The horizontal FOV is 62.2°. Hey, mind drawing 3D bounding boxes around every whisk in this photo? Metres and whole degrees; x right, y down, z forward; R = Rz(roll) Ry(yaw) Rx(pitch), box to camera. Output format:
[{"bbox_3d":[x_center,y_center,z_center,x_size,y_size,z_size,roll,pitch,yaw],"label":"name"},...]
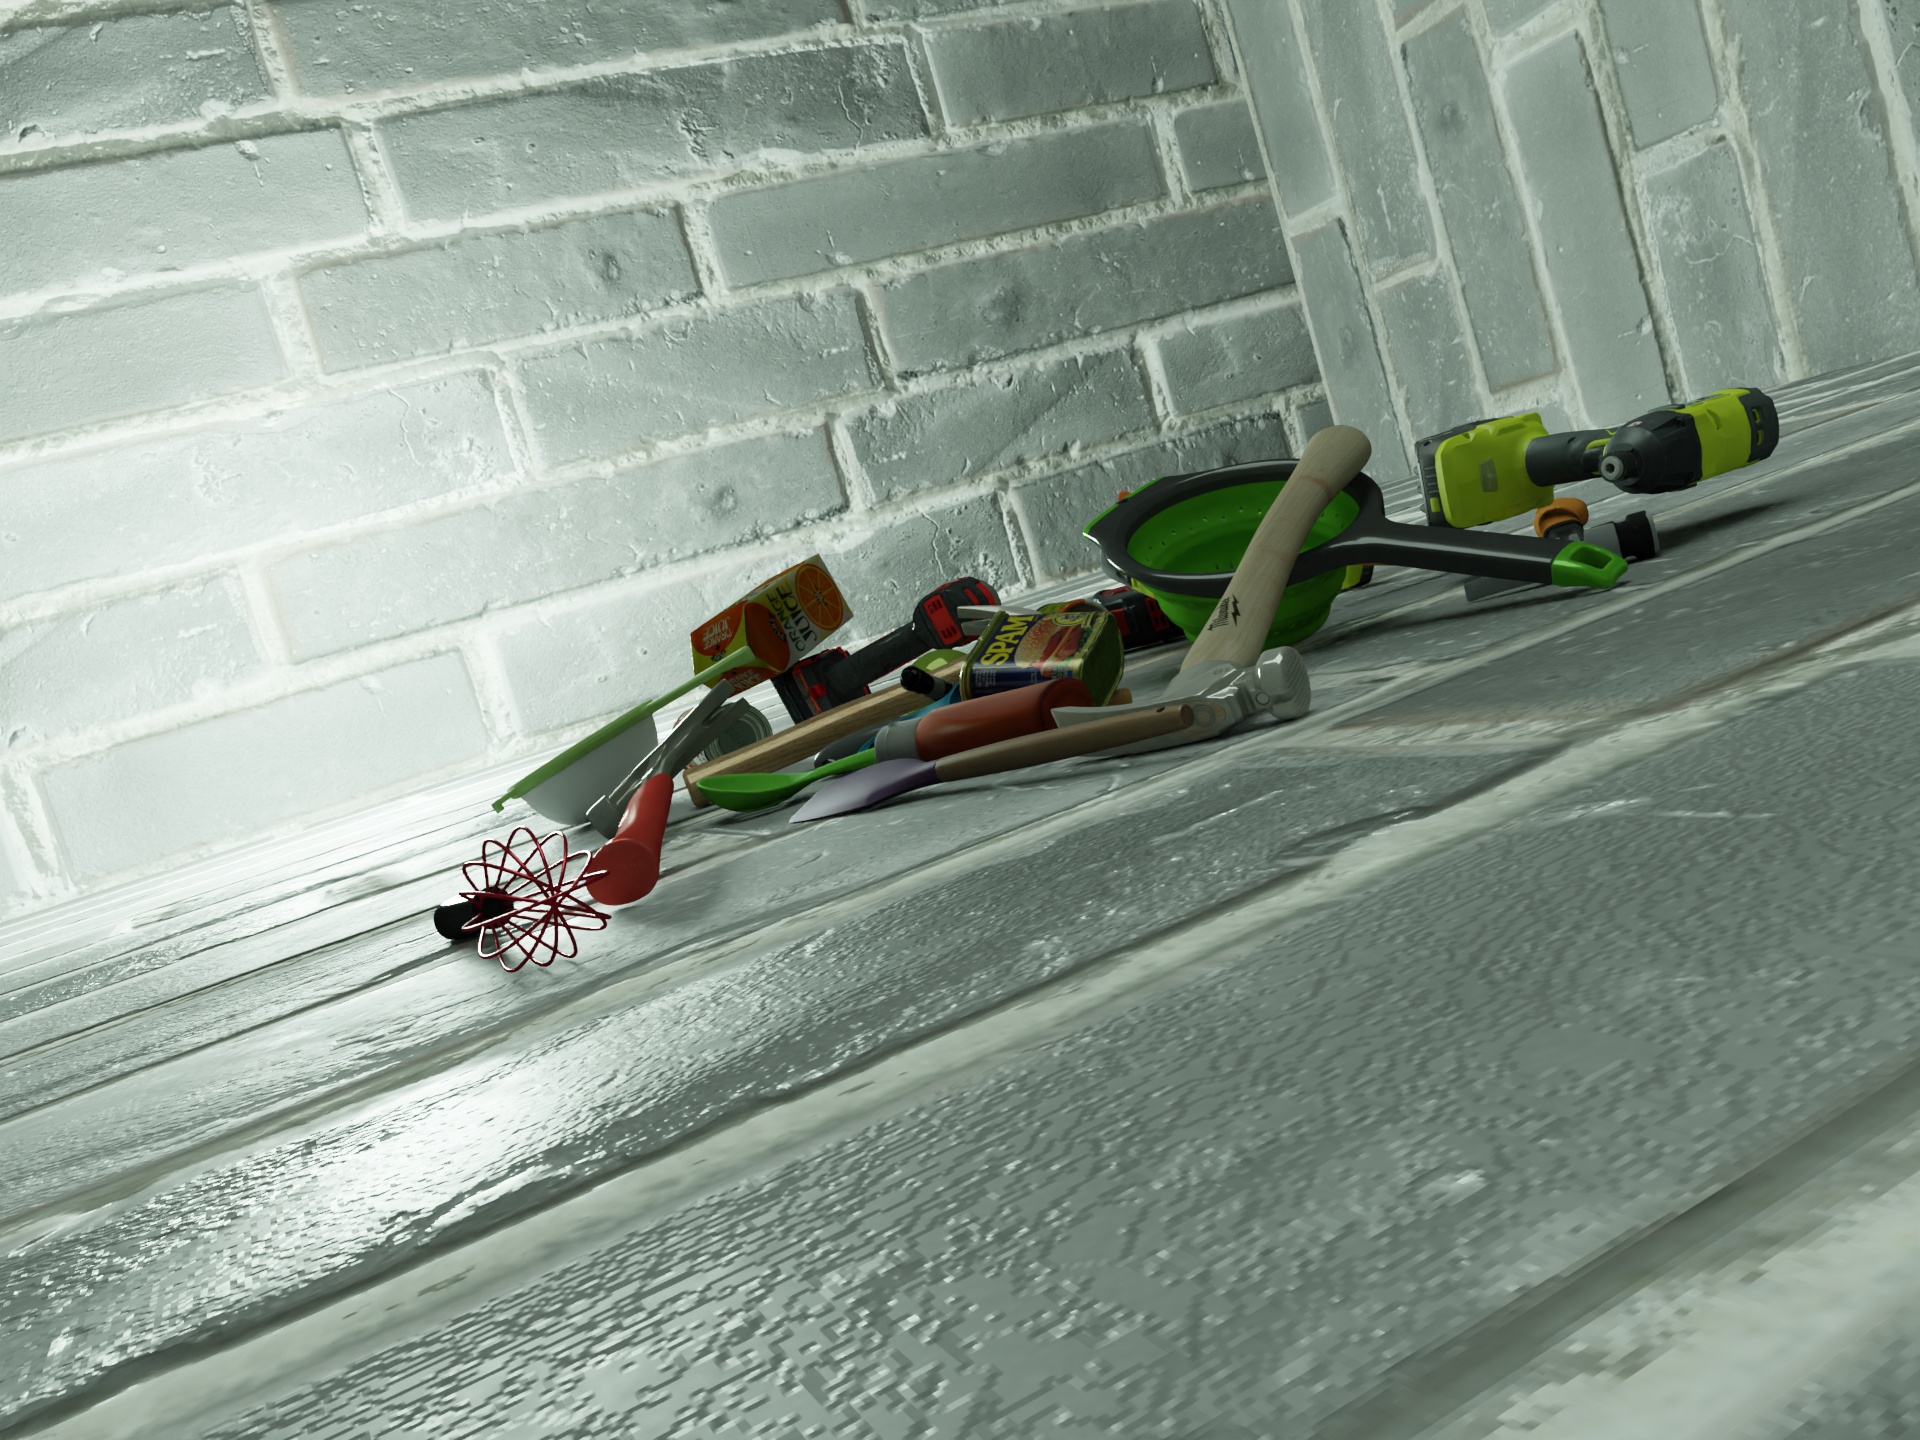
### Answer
[{"bbox_3d":[-0.001,-0.003,1.173,0.239,0.055,0.055,-20,5,16],"label":"whisk"},{"bbox_3d":[-0.247,0.099,0.850,0.073,0.073,0.296,-20,0,-28],"label":"whisk"}]

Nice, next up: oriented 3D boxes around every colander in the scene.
[{"bbox_3d":[0.271,-0.097,1.124,0.397,0.094,0.204,14,40,43],"label":"colander"}]

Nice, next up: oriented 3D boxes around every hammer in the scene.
[{"bbox_3d":[-0.070,-0.011,1.301,0.331,0.031,0.130,-23,40,-11],"label":"hammer"},{"bbox_3d":[0.455,-0.142,1.224,0.127,0.034,0.337,-13,7,21],"label":"hammer"},{"bbox_3d":[0.189,-0.100,1.022,0.146,0.038,0.411,-13,23,31],"label":"hammer"},{"bbox_3d":[-0.200,0.051,1.053,0.149,0.036,0.359,-44,11,-1],"label":"hammer"}]

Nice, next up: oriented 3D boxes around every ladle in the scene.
[{"bbox_3d":[0.027,-0.040,1.501,0.078,0.062,0.320,-11,1,20],"label":"ladle"}]

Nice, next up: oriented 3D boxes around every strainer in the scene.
[{"bbox_3d":[-0.274,0.023,1.392,0.256,0.069,0.151,-29,6,14],"label":"strainer"}]

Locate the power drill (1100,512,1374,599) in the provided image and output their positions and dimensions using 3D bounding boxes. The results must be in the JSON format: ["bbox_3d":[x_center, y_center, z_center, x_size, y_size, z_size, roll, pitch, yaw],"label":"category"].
[{"bbox_3d":[0.264,-0.143,1.404,0.228,0.080,0.191,-19,34,-35],"label":"power drill"}]

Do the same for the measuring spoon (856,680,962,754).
[{"bbox_3d":[-0.021,0.003,1.148,0.128,0.021,0.042,-29,35,26],"label":"measuring spoon"}]

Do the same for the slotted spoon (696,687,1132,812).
[{"bbox_3d":[-0.033,0.021,1.112,0.314,0.031,0.070,-14,6,10],"label":"slotted spoon"}]

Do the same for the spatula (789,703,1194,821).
[{"bbox_3d":[0.009,0.024,0.932,0.316,0.018,0.060,-14,23,45],"label":"spatula"}]

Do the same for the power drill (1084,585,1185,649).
[{"bbox_3d":[0.172,-0.114,1.574,0.188,0.080,0.227,-13,10,29],"label":"power drill"}]

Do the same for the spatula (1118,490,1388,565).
[{"bbox_3d":[0.280,-0.141,1.302,0.322,0.081,0.041,0,-28,-13],"label":"spatula"}]

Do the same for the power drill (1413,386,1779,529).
[{"bbox_3d":[0.456,-0.193,1.179,0.171,0.080,0.223,-19,10,-32],"label":"power drill"}]

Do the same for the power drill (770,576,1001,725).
[{"bbox_3d":[-0.061,-0.068,1.524,0.219,0.078,0.143,-29,1,21],"label":"power drill"}]
